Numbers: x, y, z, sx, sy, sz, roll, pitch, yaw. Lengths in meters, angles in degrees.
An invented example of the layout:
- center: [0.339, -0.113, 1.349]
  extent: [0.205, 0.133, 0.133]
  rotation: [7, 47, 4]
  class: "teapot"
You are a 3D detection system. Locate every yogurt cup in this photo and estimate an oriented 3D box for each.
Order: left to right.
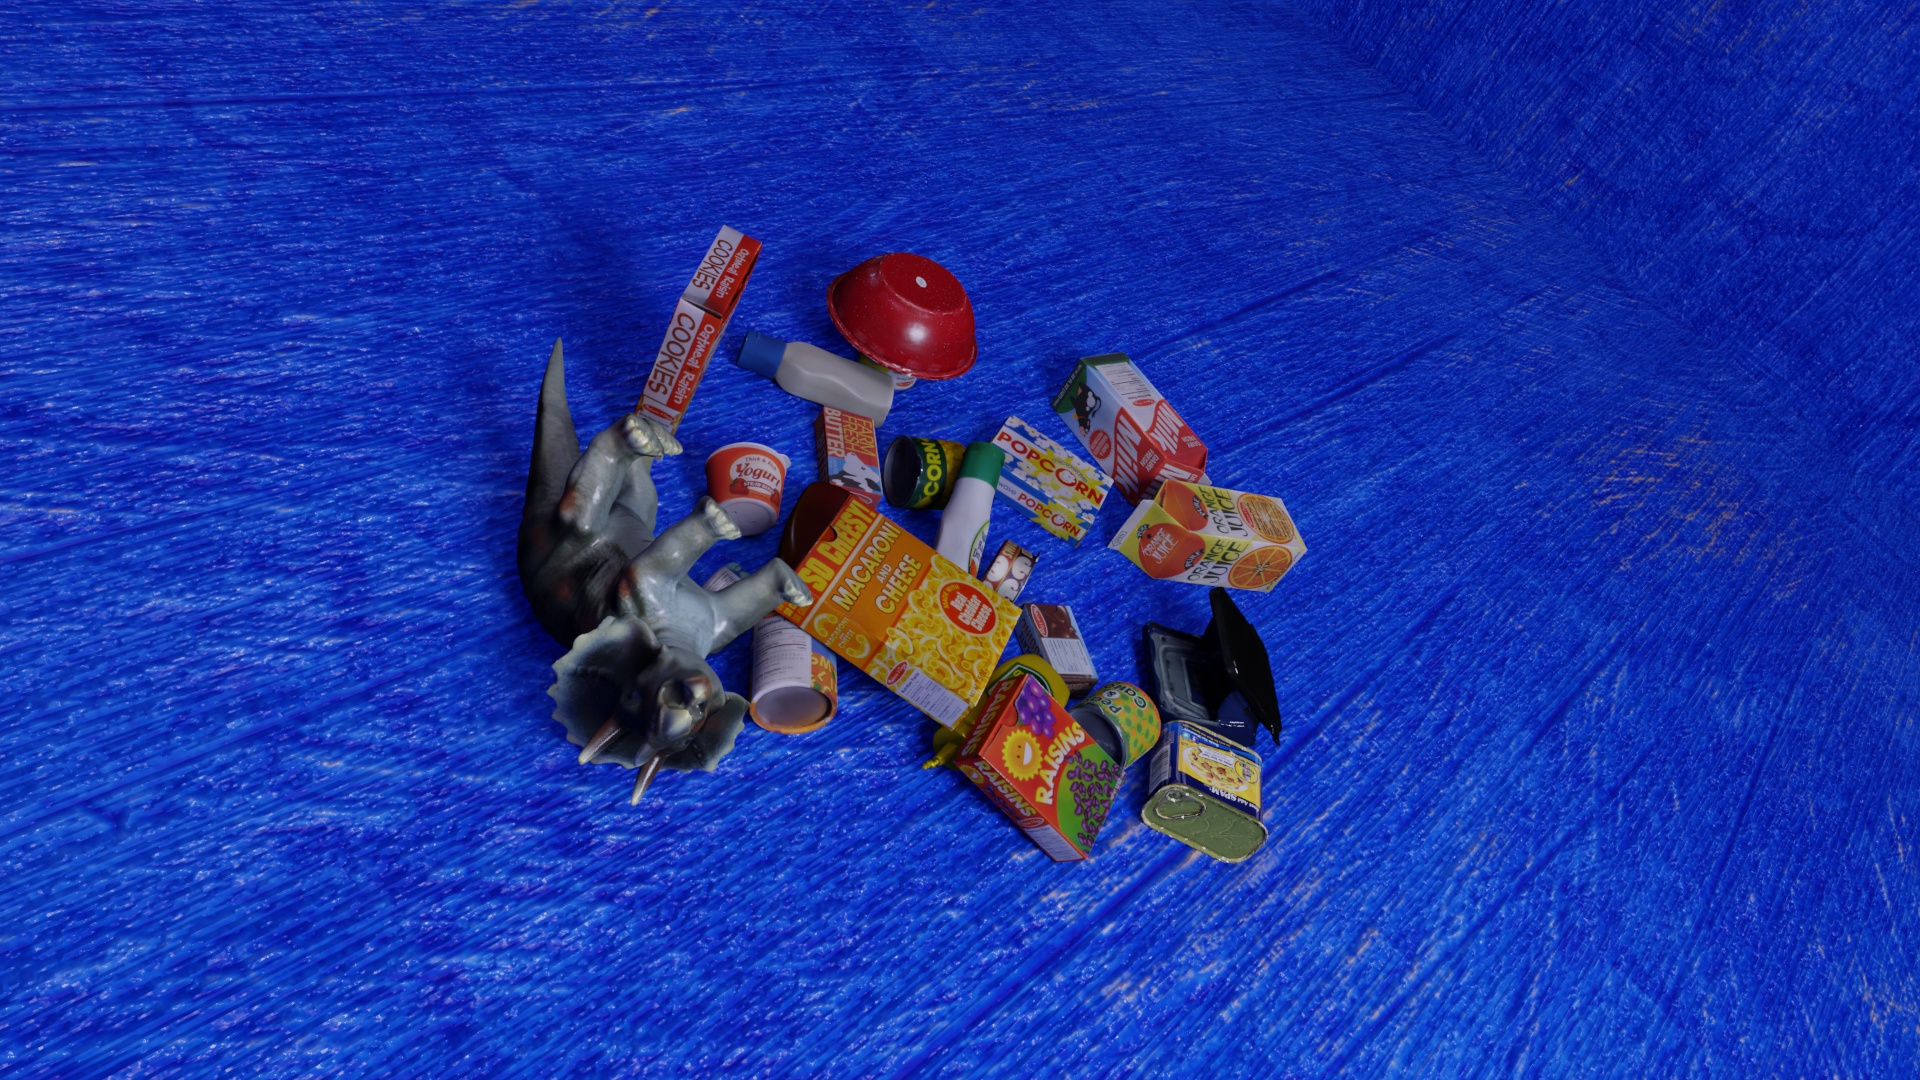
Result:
- center: [-0.179, -0.040, 1.152]
  extent: [0.072, 0.072, 0.054]
  rotation: [12, 51, -24]
  class: "yogurt cup"

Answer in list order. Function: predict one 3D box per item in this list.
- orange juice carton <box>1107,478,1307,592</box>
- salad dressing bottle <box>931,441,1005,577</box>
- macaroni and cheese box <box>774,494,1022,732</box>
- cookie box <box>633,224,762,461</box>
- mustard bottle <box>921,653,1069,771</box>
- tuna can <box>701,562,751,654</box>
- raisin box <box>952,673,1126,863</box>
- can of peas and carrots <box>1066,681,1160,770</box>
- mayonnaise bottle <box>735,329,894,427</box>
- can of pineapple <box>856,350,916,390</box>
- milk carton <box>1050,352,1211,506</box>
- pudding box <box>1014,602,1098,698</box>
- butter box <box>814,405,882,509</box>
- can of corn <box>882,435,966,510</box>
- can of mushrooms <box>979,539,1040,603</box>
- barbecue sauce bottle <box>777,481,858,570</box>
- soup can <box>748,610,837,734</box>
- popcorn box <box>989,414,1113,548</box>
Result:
- center: [0.242, -0.006, 1.390]
  extent: [0.193, 0.071, 0.073]
  rotation: [7, 45, -28]
  class: "orange juice carton"
- center: [0.004, -0.015, 1.215]
  extent: [0.044, 0.064, 0.148]
  rotation: [12, 68, 8]
  class: "salad dressing bottle"
- center: [-0.045, 0.052, 1.063]
  extent: [0.166, 0.040, 0.124]
  rotation: [35, 38, -4]
  class: "macaroni and cheese box"
- center: [-0.225, -0.165, 1.167]
  extent: [0.040, 0.166, 0.123]
  rotation: [25, 40, -11]
  class: "cookie box"
- center: [0.023, 0.145, 1.105]
  extent: [0.065, 0.048, 0.161]
  rotation: [46, 41, 12]
  class: "mustard bottle"
- center: [-0.180, 0.052, 1.056]
  extent: [0.033, 0.070, 0.071]
  rotation: [37, 39, 6]
  class: "tuna can"
- center: [0.062, 0.175, 1.064]
  extent: [0.123, 0.040, 0.086]
  rotation: [46, 52, -16]
  class: "raisin box"
- center: [0.123, 0.154, 1.147]
  extent: [0.071, 0.070, 0.059]
  rotation: [46, 40, 16]
  class: "can of peas and carrots"
- center: [-0.137, -0.157, 1.317]
  extent: [0.148, 0.041, 0.065]
  rotation: [20, 35, -14]
  class: "mayonnaise bottle"
- center: [-0.065, -0.195, 1.390]
  extent: [0.071, 0.057, 0.071]
  rotation: [18, 41, -17]
  class: "can of pineapple"
- center: [0.187, -0.105, 1.457]
  extent: [0.074, 0.072, 0.191]
  rotation: [-13, 56, -42]
  class: "milk carton"
- center: [0.083, 0.096, 1.212]
  extent: [0.050, 0.030, 0.084]
  rotation: [4, 47, -29]
  class: "pudding box"
- center: [-0.103, -0.076, 1.269]
  extent: [0.053, 0.024, 0.104]
  rotation: [13, 44, -24]
  class: "butter box"
- center: [-0.029, -0.061, 1.267]
  extent: [0.058, 0.070, 0.071]
  rotation: [3, 48, -32]
  class: "can of corn"
- center: [0.039, 0.032, 1.216]
  extent: [0.033, 0.070, 0.071]
  rotation: [31, 39, 0]
  class: "can of mushrooms"
- center: [-0.123, 0.014, 1.148]
  extent: [0.065, 0.043, 0.149]
  rotation: [27, 40, -7]
  class: "barbecue sauce bottle"
- center: [-0.125, 0.096, 1.047]
  extent: [0.071, 0.071, 0.084]
  rotation: [15, 44, -21]
  class: "soup can"
- center: [0.080, -0.060, 1.364]
  extent: [0.127, 0.038, 0.085]
  rotation: [33, 39, 0]
  class: "popcorn box"
